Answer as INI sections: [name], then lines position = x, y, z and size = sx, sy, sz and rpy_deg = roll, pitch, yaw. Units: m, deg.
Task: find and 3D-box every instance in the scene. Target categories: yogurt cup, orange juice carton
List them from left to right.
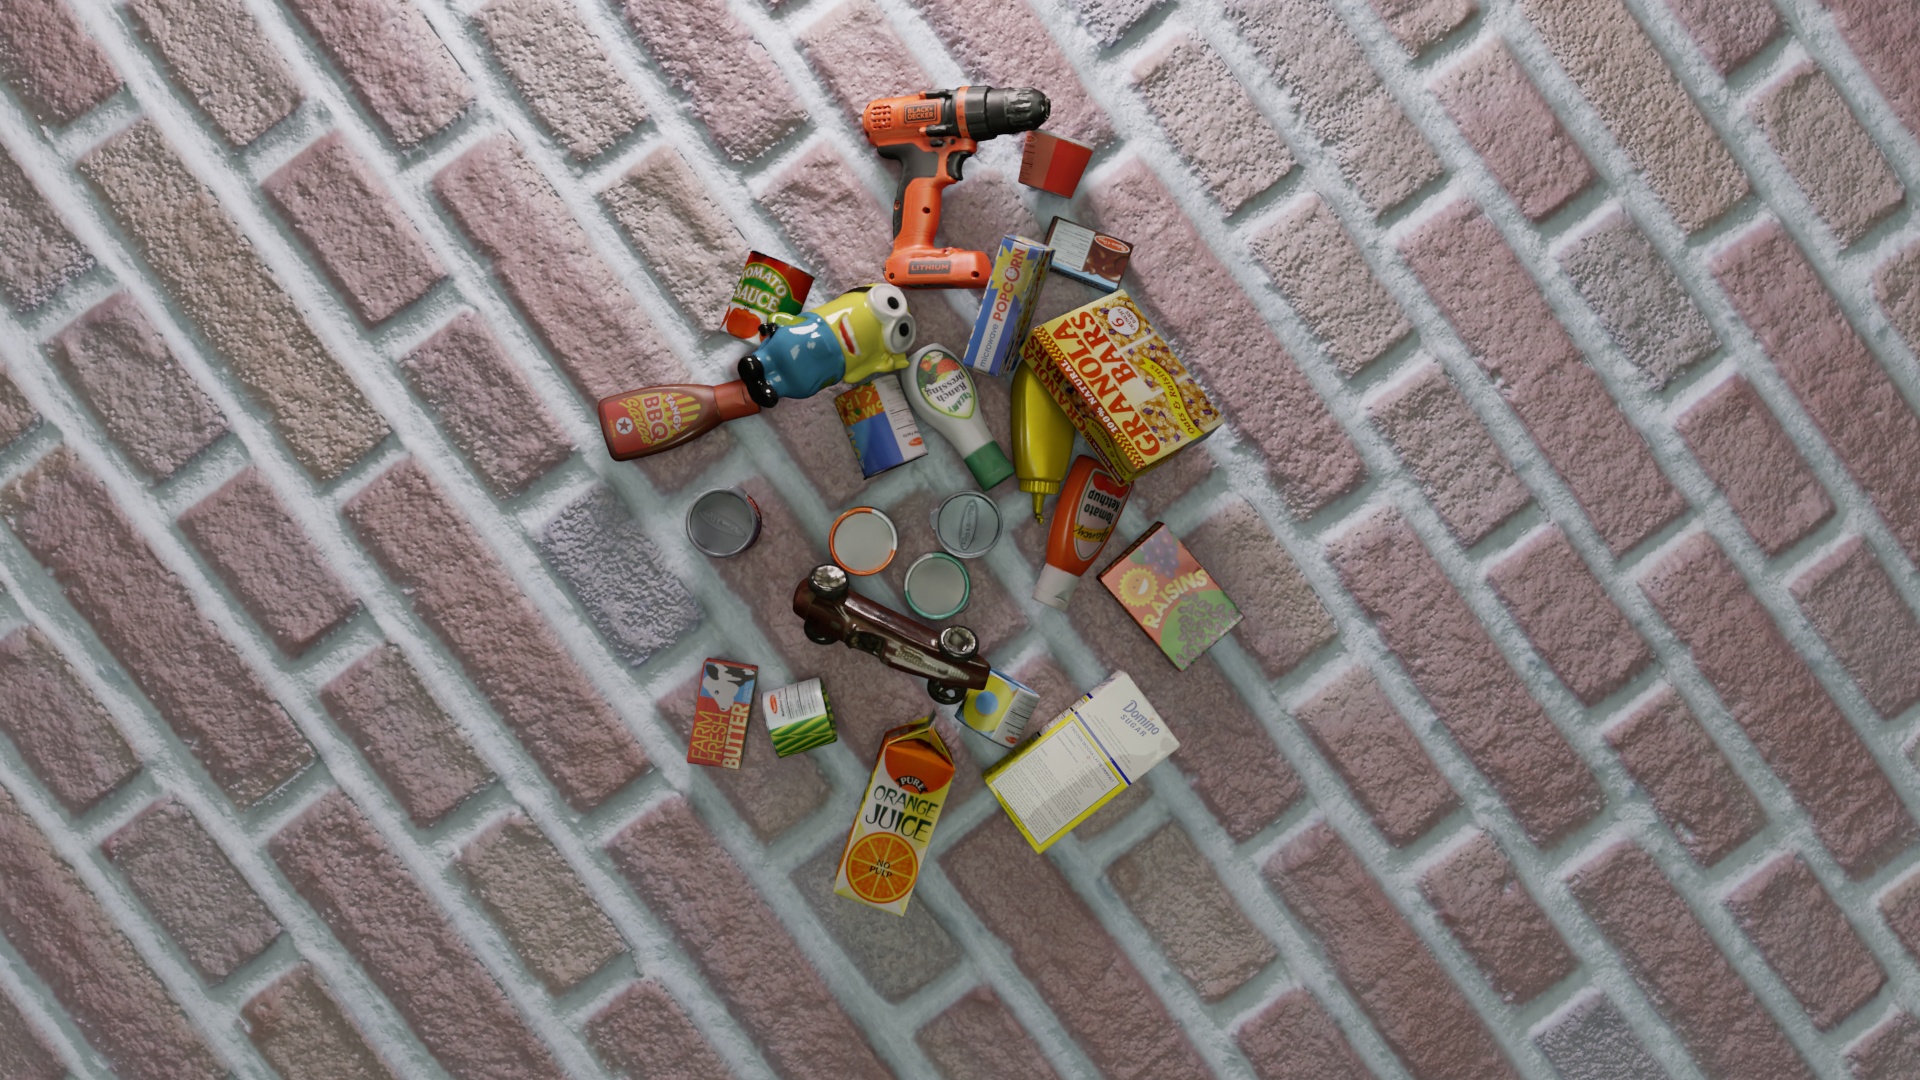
[orange juice carton]
position = -0.057, 0.253, 1.340
size = 0.073, 0.072, 0.192
rpy_deg = 20, 91, -3
[yogurt cup]
position = 0.089, -0.361, 1.333
size = 0.072, 0.072, 0.053
rpy_deg = 17, 104, -3

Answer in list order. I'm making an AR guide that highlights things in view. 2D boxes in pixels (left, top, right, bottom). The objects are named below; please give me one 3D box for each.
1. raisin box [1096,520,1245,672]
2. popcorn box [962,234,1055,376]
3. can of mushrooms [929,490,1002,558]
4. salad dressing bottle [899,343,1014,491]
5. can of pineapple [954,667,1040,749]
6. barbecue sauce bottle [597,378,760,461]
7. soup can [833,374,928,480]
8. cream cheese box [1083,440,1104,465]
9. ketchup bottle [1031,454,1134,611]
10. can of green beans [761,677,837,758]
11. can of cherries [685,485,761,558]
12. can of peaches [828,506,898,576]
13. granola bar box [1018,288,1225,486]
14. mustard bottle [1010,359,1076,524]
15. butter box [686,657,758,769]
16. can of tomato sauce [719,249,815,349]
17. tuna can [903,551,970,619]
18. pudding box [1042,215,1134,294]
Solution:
[raisin box]
position = 0.205, 0.055, 1.362
size = 0.086, 0.040, 0.123
rpy_deg = -41, 94, 0
[popcorn box]
position = 0.046, -0.221, 1.309
size = 0.038, 0.085, 0.126
rpy_deg = 21, 105, 10
[can of mushrooms]
position = 0.005, -0.017, 1.354
size = 0.071, 0.033, 0.071
rpy_deg = 0, 92, -2
[salad dressing bottle]
position = -0.001, -0.118, 1.339
size = 0.064, 0.044, 0.147
rpy_deg = -32, 88, -23
[can of pineapple]
position = 0.035, 0.160, 1.345
size = 0.071, 0.071, 0.058
rpy_deg = 29, 90, -3
[barbecue sauce bottle]
position = -0.269, -0.122, 1.336
size = 0.149, 0.043, 0.065
rpy_deg = -14, 91, -2
[soup can]
position = -0.079, -0.108, 1.334
size = 0.071, 0.071, 0.083
rpy_deg = -22, 92, -1
[cream cheese box]
position = 0.168, -0.107, 1.338
size = 0.053, 0.024, 0.104
rpy_deg = 46, 57, -2
[ketchup bottle]
position = 0.114, -0.005, 1.351
size = 0.065, 0.043, 0.148
rpy_deg = 22, 92, -32
[can of green beans]
position = -0.155, 0.170, 1.337
size = 0.058, 0.071, 0.071
rpy_deg = -16, 92, -2
[can of cherries]
position = -0.224, -0.019, 1.333
size = 0.071, 0.058, 0.071
rpy_deg = 0, 91, -1
[can of peaches]
position = -0.095, 0.002, 1.339
size = 0.071, 0.058, 0.071
rpy_deg = 0, 92, -3
[granola bar box]
position = 0.152, -0.145, 1.309
size = 0.125, 0.039, 0.166
rpy_deg = -28, 76, -31
[mustard bottle]
position = 0.078, -0.095, 1.346
size = 0.065, 0.049, 0.160
rpy_deg = 4, 93, -15
[butter box]
position = -0.232, 0.170, 1.355
size = 0.053, 0.024, 0.103
rpy_deg = 10, 91, -3
[can of tomato sauce]
position = -0.185, -0.225, 1.323
size = 0.071, 0.071, 0.083
rpy_deg = 22, 91, -3
[tuna can]
position = -0.021, 0.046, 1.355
size = 0.071, 0.033, 0.071
rpy_deg = 0, 91, -2
[pudding box]
position = 0.121, -0.278, 1.354
size = 0.084, 0.030, 0.049
rpy_deg = 19, 90, -3
